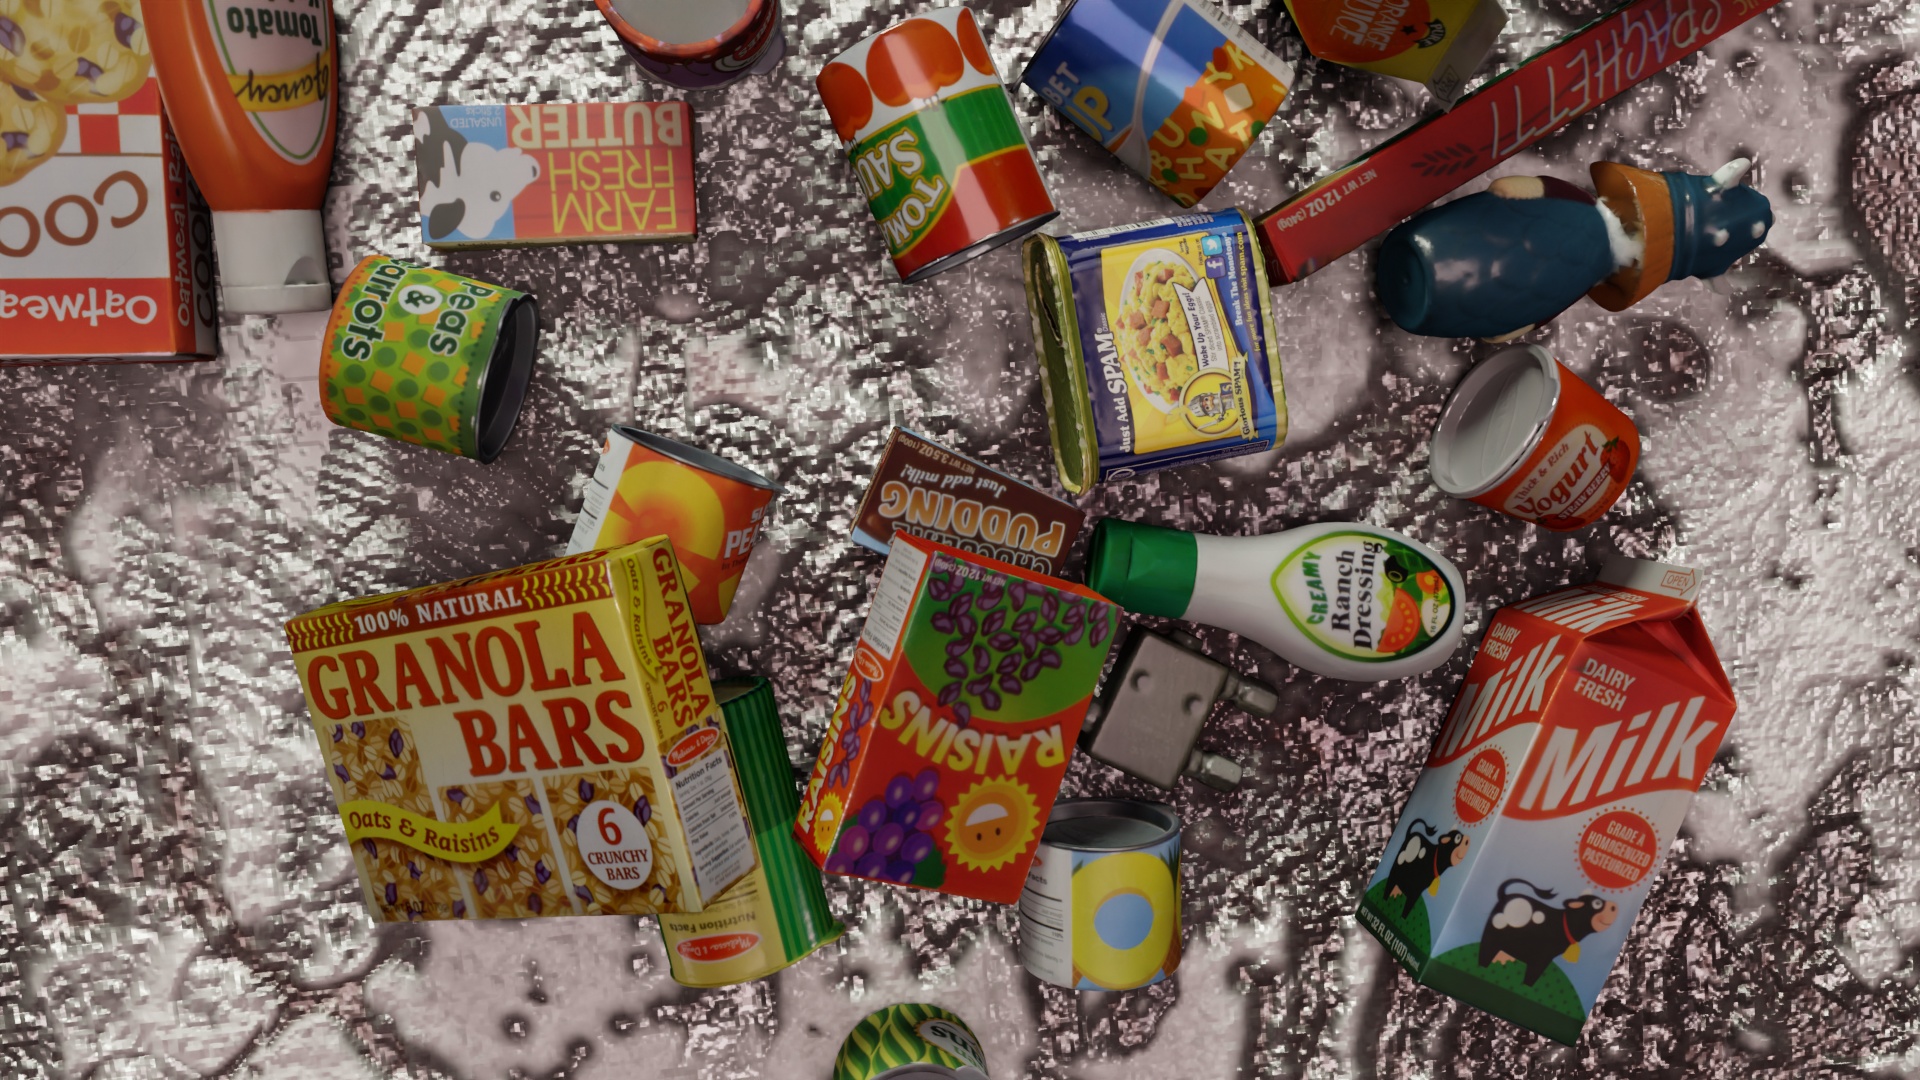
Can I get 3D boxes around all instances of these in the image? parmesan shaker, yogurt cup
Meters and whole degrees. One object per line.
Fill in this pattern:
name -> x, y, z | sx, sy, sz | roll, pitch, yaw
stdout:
parmesan shaker -> -0.090, 0.110, 0.541 | 0.071, 0.071, 0.103 | -14, 96, -4
yogurt cup -> 0.232, -0.038, 0.559 | 0.054, 0.072, 0.072 | 25, 93, -15

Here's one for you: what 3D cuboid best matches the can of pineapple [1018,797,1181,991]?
can of pineapple -> 0.057, 0.140, 0.558 | 0.071, 0.071, 0.057 | -2, 96, -5

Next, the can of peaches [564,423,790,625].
can of peaches -> -0.108, -0.005, 0.529 | 0.071, 0.071, 0.058 | 21, 94, -7

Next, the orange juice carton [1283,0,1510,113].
orange juice carton -> 0.143, -0.252, 0.503 | 0.073, 0.071, 0.193 | -23, 82, -2

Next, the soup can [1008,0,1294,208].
soup can -> 0.073, -0.175, 0.530 | 0.084, 0.071, 0.071 | 36, 92, -8

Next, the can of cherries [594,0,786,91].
can of cherries -> -0.099, -0.205, 0.515 | 0.071, 0.058, 0.071 | 0, 95, -5

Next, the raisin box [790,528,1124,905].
raisin box -> -0.002, 0.067, 0.521 | 0.086, 0.040, 0.123 | 17, 95, -27

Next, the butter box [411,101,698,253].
butter box -> -0.153, -0.140, 0.534 | 0.103, 0.024, 0.053 | -3, 96, -5

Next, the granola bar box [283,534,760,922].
granola bar box -> -0.162, 0.073, 0.505 | 0.165, 0.039, 0.124 | -10, 98, 28

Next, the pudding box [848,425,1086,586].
pudding box -> 0.002, -0.007, 0.557 | 0.084, 0.030, 0.049 | 24, 94, -7

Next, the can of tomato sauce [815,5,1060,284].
can of tomato sauce -> -0.010, -0.147, 0.524 | 0.071, 0.071, 0.083 | -24, 97, -2

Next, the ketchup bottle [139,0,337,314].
ketchup bottle -> -0.258, -0.158, 0.506 | 0.043, 0.065, 0.148 | 6, 105, 28

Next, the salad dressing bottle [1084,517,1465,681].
salad dressing bottle -> 0.126, 0.020, 0.563 | 0.148, 0.044, 0.064 | 9, 79, -6

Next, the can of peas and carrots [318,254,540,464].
can of peas and carrots -> -0.195, -0.068, 0.513 | 0.059, 0.071, 0.071 | 15, 94, -6

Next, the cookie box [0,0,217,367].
cookie box -> -0.347, -0.148, 0.508 | 0.123, 0.040, 0.167 | -1, 94, -5

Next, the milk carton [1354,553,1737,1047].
milk carton -> 0.243, 0.095, 0.567 | 0.073, 0.072, 0.190 | 24, 93, -7

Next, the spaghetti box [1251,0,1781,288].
spaghetti box -> 0.224, -0.173, 0.552 | 0.250, 0.050, 0.028 | -30, 99, -2

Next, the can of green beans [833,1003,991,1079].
can of green beans -> -0.019, 0.230, 0.563 | 0.071, 0.058, 0.071 | 0, 96, -5
